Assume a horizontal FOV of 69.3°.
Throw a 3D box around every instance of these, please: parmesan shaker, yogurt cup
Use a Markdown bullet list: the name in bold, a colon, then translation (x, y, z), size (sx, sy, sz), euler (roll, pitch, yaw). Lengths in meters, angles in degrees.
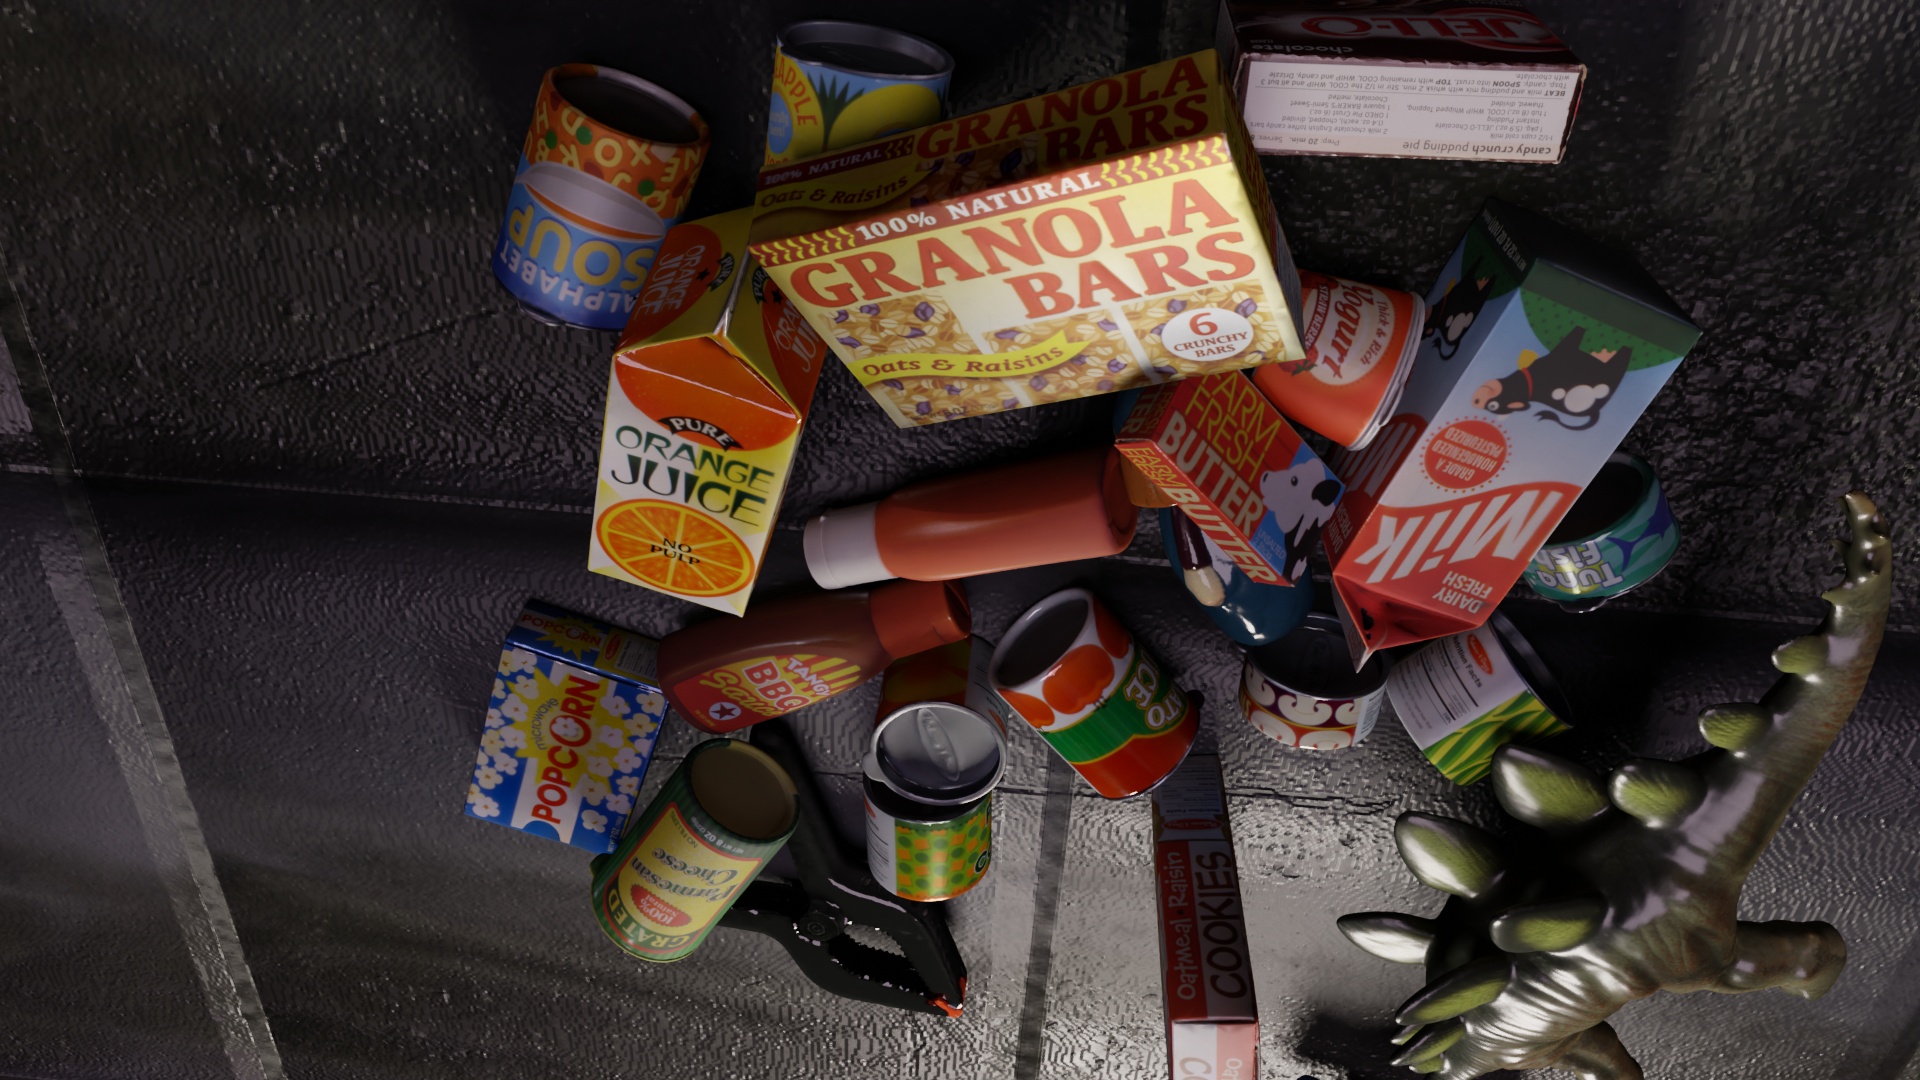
- **parmesan shaker**: translation (-0.136, 0.154, 0.702), size (0.071, 0.072, 0.102), euler (31, 119, -14)
- **yogurt cup**: translation (0.148, -0.076, 0.564), size (0.054, 0.073, 0.072), euler (20, 122, 1)

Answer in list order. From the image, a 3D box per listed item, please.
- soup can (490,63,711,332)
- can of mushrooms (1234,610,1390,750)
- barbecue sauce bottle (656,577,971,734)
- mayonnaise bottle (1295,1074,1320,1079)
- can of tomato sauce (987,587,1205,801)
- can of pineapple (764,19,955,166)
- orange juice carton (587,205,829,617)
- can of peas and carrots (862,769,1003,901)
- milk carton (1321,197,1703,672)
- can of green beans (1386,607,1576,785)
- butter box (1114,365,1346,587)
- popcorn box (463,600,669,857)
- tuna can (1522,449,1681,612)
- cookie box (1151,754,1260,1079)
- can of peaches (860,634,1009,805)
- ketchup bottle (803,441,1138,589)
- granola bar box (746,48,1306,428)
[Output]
- **soup can**: translation (-0.142, -0.134, 0.547), size (0.071, 0.072, 0.083), euler (22, 122, -9)
- **can of mushrooms**: translation (0.162, 0.064, 0.651), size (0.071, 0.071, 0.033), euler (3, 124, 3)
- **barbecue sauce bottle**: translation (-0.069, 0.050, 0.673), size (0.148, 0.044, 0.064), euler (-19, 139, 16)
- **mayonnaise bottle**: translation (0.267, 0.370, 0.840), size (0.148, 0.065, 0.041), euler (27, 113, -8)
- **can of tomato sauce**: translation (0.065, 0.072, 0.663), size (0.071, 0.071, 0.083), euler (-34, 113, 24)
- **can of pineapple**: translation (-0.041, -0.158, 0.524), size (0.071, 0.071, 0.057), euler (11, 123, -2)
- **orange juice carton**: translation (-0.098, -0.054, 0.557), size (0.073, 0.072, 0.191), euler (18, 144, -7)
- **can of peas and carrots**: translation (-0.014, 0.142, 0.715), size (0.071, 0.071, 0.058), euler (2, 123, 4)
- **milk carton**: translation (0.207, -0.035, 0.579), size (0.073, 0.073, 0.189), euler (20, 122, -8)
- **can of green beans**: translation (0.241, 0.072, 0.648), size (0.071, 0.071, 0.057), euler (41, 117, -20)
- **butter box**: translation (0.109, -0.030, 0.556), size (0.103, 0.053, 0.024), euler (40, 161, -31)
- **popcorn box**: translation (-0.201, 0.100, 0.721), size (0.085, 0.038, 0.126), euler (19, 122, -8)
- **tuna can**: translation (0.267, -0.005, 0.594), size (0.071, 0.071, 0.032), euler (-27, 115, 20)
- **cookie box**: translation (0.119, 0.208, 0.684), size (0.040, 0.168, 0.122), euler (-3, 122, 6)
- **can of peaches**: translation (-0.011, 0.087, 0.684), size (0.071, 0.058, 0.071), euler (2, 123, 4)
- **ketchup bottle**: translation (0.002, -0.008, 0.623), size (0.148, 0.065, 0.043), euler (-10, 112, 22)
- **granola bar box**: translation (0.027, -0.099, 0.494), size (0.165, 0.039, 0.124), euler (-8, 151, 23)
